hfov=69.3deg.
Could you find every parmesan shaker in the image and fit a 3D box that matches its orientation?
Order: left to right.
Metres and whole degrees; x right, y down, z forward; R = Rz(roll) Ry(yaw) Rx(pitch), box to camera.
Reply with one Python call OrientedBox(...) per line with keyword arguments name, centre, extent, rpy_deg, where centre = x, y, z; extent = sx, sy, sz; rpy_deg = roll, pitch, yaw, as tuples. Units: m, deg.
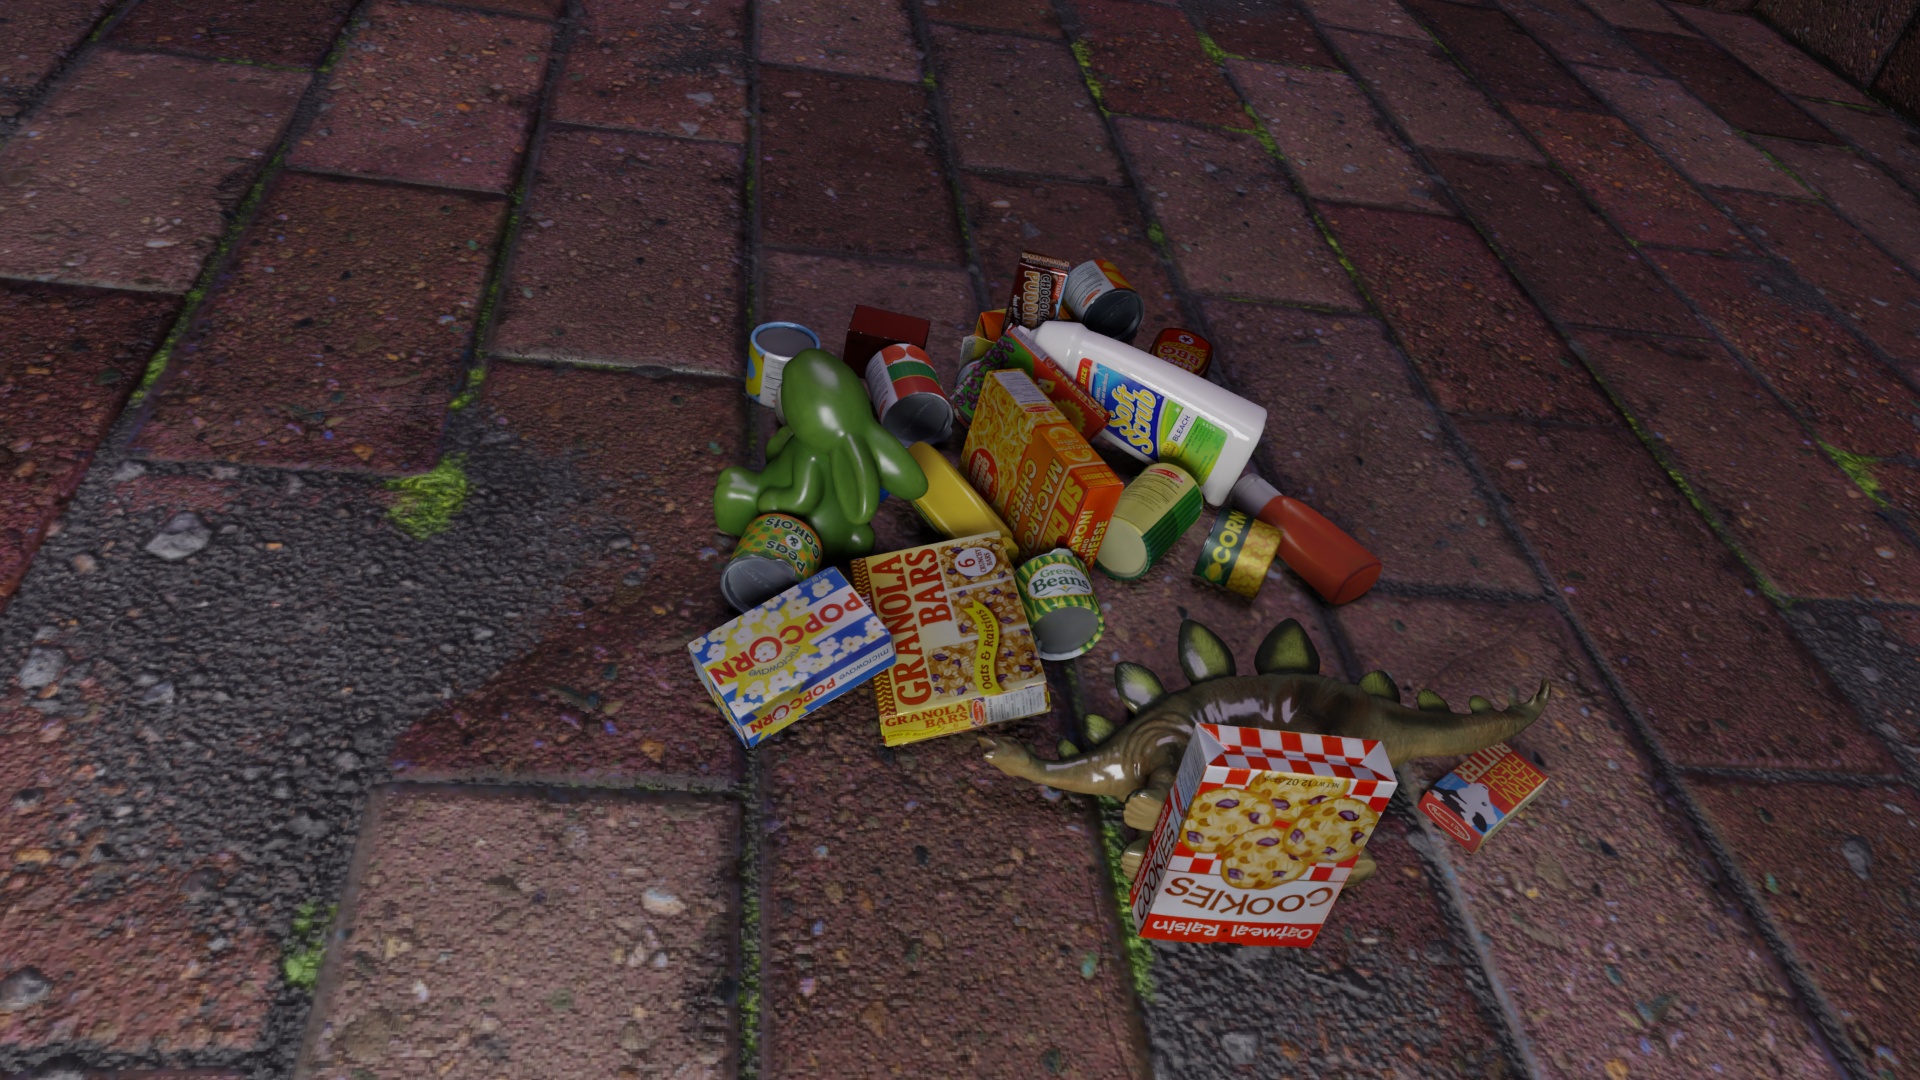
OrientedBox(name="parmesan shaker", centre=(0.158, -0.017, 1.217), extent=(0.071, 0.071, 0.103), rpy_deg=(30, 43, 19))

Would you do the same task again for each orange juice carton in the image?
OrientedBox(name="orange juice carton", centre=(0.077, -0.188, 1.391), extent=(0.193, 0.071, 0.073), rpy_deg=(-15, 47, -31))

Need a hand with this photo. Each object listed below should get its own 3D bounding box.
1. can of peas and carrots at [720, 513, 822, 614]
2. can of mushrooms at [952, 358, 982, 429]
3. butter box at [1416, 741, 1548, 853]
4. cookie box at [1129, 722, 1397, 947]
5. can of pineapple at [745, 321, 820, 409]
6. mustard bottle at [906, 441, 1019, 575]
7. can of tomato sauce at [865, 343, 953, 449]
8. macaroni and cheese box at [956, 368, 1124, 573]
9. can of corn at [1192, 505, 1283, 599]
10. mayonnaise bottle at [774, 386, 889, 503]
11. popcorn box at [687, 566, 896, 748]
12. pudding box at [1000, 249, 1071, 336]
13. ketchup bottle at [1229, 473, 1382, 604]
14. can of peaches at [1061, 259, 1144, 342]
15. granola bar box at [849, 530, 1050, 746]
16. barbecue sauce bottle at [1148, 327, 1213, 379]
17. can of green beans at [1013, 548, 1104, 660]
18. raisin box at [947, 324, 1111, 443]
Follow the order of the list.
OrientedBox(name="can of peas and carrots", centre=(-0.145, 0.020, 1.078), extent=(0.071, 0.070, 0.059), rpy_deg=(15, 38, 2))
OrientedBox(name="can of mushrooms", centre=(0.028, -0.135, 1.320), extent=(0.071, 0.070, 0.034), rpy_deg=(12, 39, -2))
OrientedBox(name="butter box", centre=(0.402, 0.194, 1.068), extent=(0.104, 0.024, 0.053), rpy_deg=(-24, 53, -37))
OrientedBox(name="cookie box", centre=(0.190, 0.195, 0.893), extent=(0.123, 0.166, 0.040), rpy_deg=(6, 37, -9))
OrientedBox(name="can of pineapple", centre=(-0.167, -0.165, 1.303), extent=(0.071, 0.057, 0.071), rpy_deg=(8, 39, -7))
OrientedBox(name="mustard bottle", centre=(0.004, -0.015, 1.170), extent=(0.049, 0.065, 0.160), rpy_deg=(-41, 63, 1))
OrientedBox(name="can of tomato sauce", centre=(-0.047, -0.134, 1.295), extent=(0.071, 0.070, 0.083), rpy_deg=(-1, 41, -18))
OrientedBox(name="macaroni and cheese box", centre=(0.061, -0.048, 1.177), extent=(0.040, 0.123, 0.167), rpy_deg=(-8, 44, -30))
OrientedBox(name="can of corn", centre=(0.241, 0.009, 1.205), extent=(0.058, 0.070, 0.071), rpy_deg=(24, 40, 11))
OrientedBox(name="mayonnaise bottle", centre=(-0.110, -0.090, 1.244), extent=(0.065, 0.041, 0.148), rpy_deg=(-15, 48, -28))
OrientedBox(name="popcorn box", centre=(-0.121, 0.082, 1.006), extent=(0.127, 0.038, 0.085), rpy_deg=(-29, 50, -18))
OrientedBox(name="pudding box", centre=(0.071, -0.228, 1.313), extent=(0.050, 0.083, 0.030), rpy_deg=(14, 41, -1))
OrientedBox(name="ketchup bottle", centre=(0.309, -0.005, 1.263), extent=(0.065, 0.043, 0.149), rpy_deg=(-17, 48, -34))
OrientedBox(name="can of peaches", centre=(0.138, -0.230, 1.352), extent=(0.071, 0.070, 0.058), rpy_deg=(-6, 42, -22))
OrientedBox(name="granola bar box", centre=(-0.011, 0.072, 1.057), extent=(0.124, 0.038, 0.166), rpy_deg=(-11, 43, -4))
OrientedBox(name="barbecue sauce bottle", centre=(0.216, -0.165, 1.426), extent=(0.065, 0.043, 0.149), rpy_deg=(21, 40, 7))
OrientedBox(name="can of green beans", centre=(0.077, 0.053, 1.107), extent=(0.071, 0.070, 0.058), rpy_deg=(1, 41, -15))
OrientedBox(name="raisin box", centre=(0.063, -0.123, 1.263), extent=(0.123, 0.086, 0.040), rpy_deg=(43, 20, -2))
